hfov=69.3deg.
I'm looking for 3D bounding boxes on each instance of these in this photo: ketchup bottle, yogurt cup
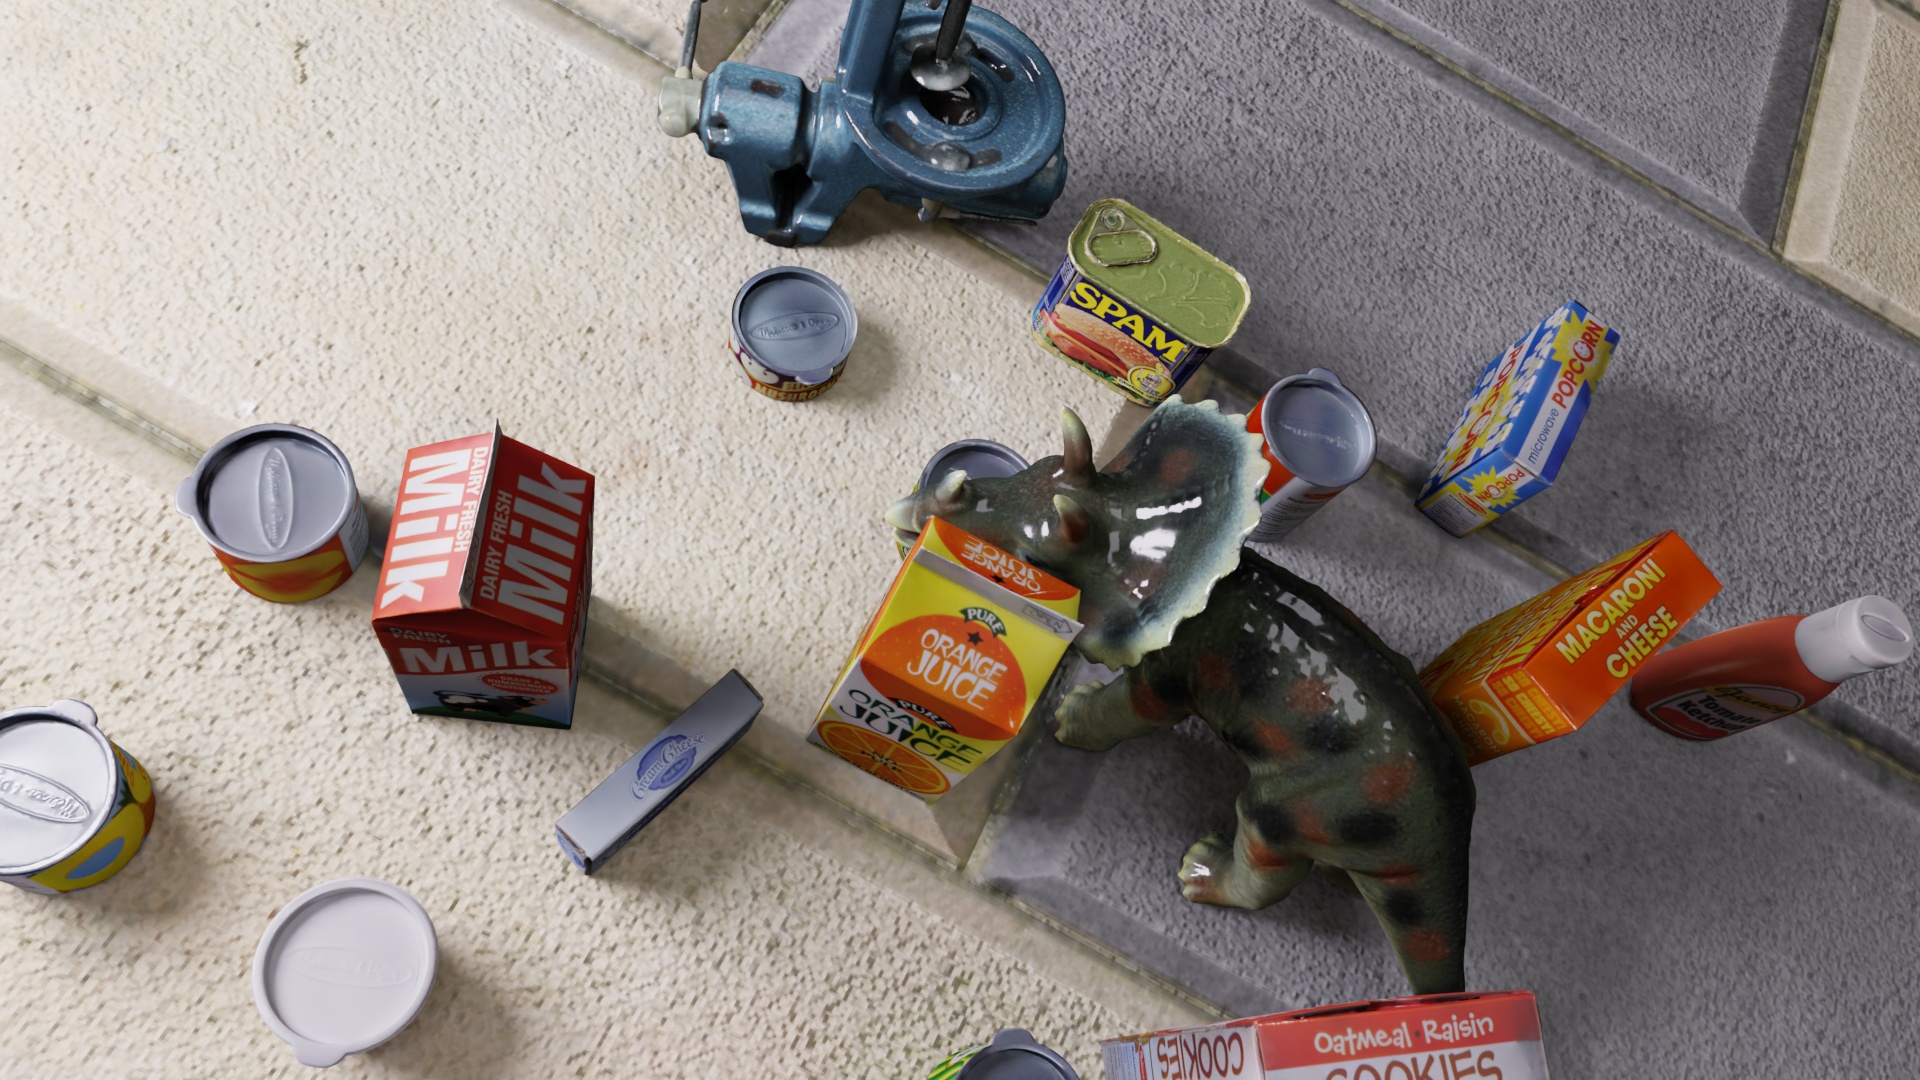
[{"bbox_3d":[0.438,0.069,0.753,0.065,0.148,0.044,23,65,-6],"label":"ketchup bottle"},{"bbox_3d":[-0.248,0.176,0.568,0.072,0.053,0.072,6,67,-14],"label":"yogurt cup"}]

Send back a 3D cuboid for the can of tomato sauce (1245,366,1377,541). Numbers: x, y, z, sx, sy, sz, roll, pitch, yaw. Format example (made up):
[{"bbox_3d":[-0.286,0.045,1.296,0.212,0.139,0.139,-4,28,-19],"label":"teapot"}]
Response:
[{"bbox_3d":[0.178,-0.046,0.763,0.071,0.082,0.071,6,67,-14],"label":"can of tomato sauce"}]

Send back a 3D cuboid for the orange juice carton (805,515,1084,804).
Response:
[{"bbox_3d":[-0.008,0.052,0.610,0.072,0.192,0.073,28,64,-3],"label":"orange juice carton"}]

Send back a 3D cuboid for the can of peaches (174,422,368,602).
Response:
[{"bbox_3d":[-0.307,-0.011,0.626,0.071,0.057,0.071,6,67,-14],"label":"can of peaches"}]

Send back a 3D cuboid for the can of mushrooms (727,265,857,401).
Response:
[{"bbox_3d":[-0.090,-0.108,0.741,0.071,0.033,0.071,6,67,-14],"label":"can of mushrooms"}]

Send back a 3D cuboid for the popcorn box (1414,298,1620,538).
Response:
[{"bbox_3d":[0.326,-0.070,0.813,0.038,0.085,0.127,35,64,0],"label":"popcorn box"}]

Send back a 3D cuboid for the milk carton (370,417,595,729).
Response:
[{"bbox_3d":[-0.192,0.020,0.572,0.073,0.189,0.072,8,67,-13],"label":"milk carton"}]

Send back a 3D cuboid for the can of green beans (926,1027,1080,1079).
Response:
[{"bbox_3d":[0.017,0.255,0.608,0.071,0.057,0.071,6,67,-14],"label":"can of green beans"}]

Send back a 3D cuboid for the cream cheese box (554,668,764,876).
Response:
[{"bbox_3d":[-0.136,0.105,0.629,0.024,0.053,0.104,45,64,5],"label":"cream cheese box"}]

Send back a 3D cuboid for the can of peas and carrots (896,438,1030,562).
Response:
[{"bbox_3d":[0.003,-0.009,0.712,0.071,0.058,0.071,6,67,-14],"label":"can of peas and carrots"}]

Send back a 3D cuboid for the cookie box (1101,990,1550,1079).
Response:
[{"bbox_3d":[0.148,0.223,0.597,0.123,0.166,0.040,-1,69,-16],"label":"cookie box"}]

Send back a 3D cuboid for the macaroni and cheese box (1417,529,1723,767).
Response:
[{"bbox_3d":[0.278,0.066,0.699,0.124,0.165,0.040,-34,81,-25],"label":"macaroni and cheese box"}]

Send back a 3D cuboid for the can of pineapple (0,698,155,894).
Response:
[{"bbox_3d":[-0.368,0.105,0.561,0.071,0.057,0.071,6,67,-14],"label":"can of pineapple"}]
